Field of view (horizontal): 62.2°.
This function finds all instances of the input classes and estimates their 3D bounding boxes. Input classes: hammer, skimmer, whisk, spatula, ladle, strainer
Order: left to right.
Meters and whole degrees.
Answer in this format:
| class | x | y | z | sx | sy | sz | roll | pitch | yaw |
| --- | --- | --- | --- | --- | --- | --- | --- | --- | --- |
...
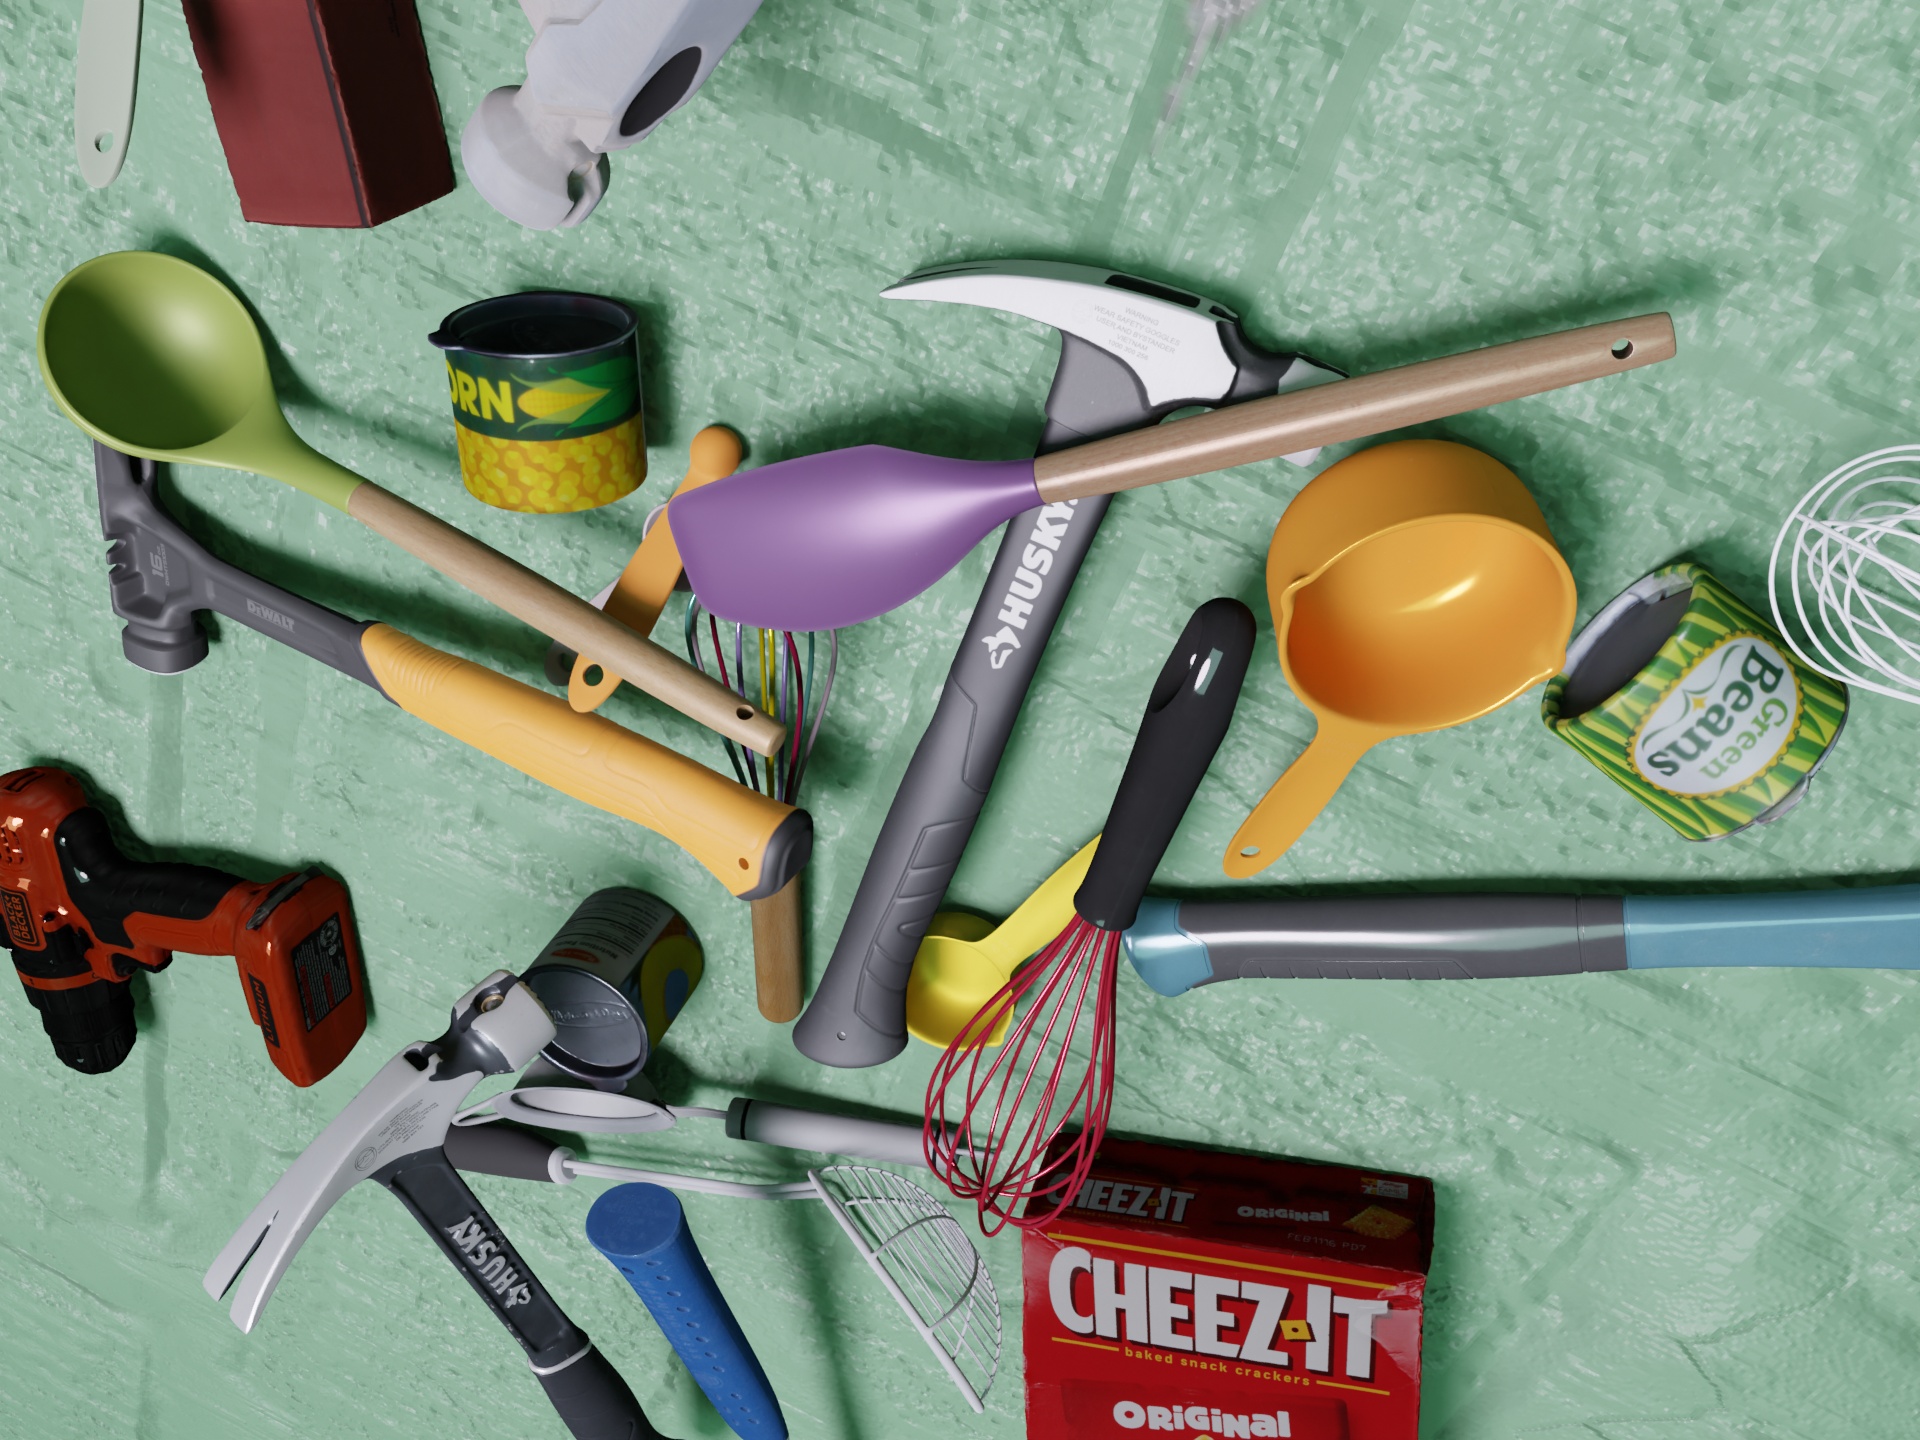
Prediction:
| class | x | y | z | sx | sy | sz | roll | pitch | yaw |
| --- | --- | --- | --- | --- | --- | --- | --- | --- | --- |
| hammer | -0.175 | -0.320 | 0.387 | 0.143 | 0.038 | 0.386 | -36 | 89 | 40 |
| ladle | -0.197 | -0.075 | 0.570 | 0.320 | 0.078 | 0.062 | 29 | 151 | 13 |
| hammer | -0.206 | -0.020 | 0.625 | 0.337 | 0.034 | 0.127 | 24 | 126 | 16 |
| hammer | -0.190 | 0.282 | 0.717 | 0.036 | 0.149 | 0.408 | 28 | 147 | 32 |
| skimmer | -0.150 | 0.248 | 0.762 | 0.363 | 0.090 | 0.127 | 2 | 141 | 21 |
| strainer | -0.109 | 0.182 | 0.740 | 0.258 | 0.050 | 0.086 | 6 | 154 | 9 |
| whisk | -0.076 | 0.035 | 0.631 | 0.047 | 0.051 | 0.244 | 38 | 139 | 37 |
| hammer | -0.087 | 0.351 | 0.774 | 0.144 | 0.035 | 0.405 | 9 | 136 | 25 |
| hammer | -0.001 | -0.002 | 0.572 | 0.146 | 0.035 | 0.334 | 25 | 119 | 4 |
| whisk | 0.045 | 0.082 | 0.574 | 0.073 | 0.073 | 0.295 | 22 | 122 | 6 |
| spatula | 0.050 | -0.077 | 0.490 | 0.316 | 0.018 | 0.059 | -11 | 110 | 22 |
| hammer | 0.219 | 0.076 | 0.558 | 0.331 | 0.033 | 0.128 | -4 | 119 | 23 |
| whisk | 0.360 | 0.007 | 0.455 | 0.284 | 0.070 | 0.070 | 28 | 125 | -3 |

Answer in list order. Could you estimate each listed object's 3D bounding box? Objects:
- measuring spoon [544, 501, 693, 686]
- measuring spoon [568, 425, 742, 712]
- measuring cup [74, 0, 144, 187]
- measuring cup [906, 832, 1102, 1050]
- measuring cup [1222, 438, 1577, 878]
| class | x | y | z | sx | sy | sz | roll | pitch | yaw |
| --- | --- | --- | --- | --- | --- | --- | --- | --- | --- |
| measuring spoon | -0.129 | -0.047 | 0.626 | 0.124 | 0.018 | 0.034 | -35 | 88 | 40 |
| measuring spoon | -0.113 | -0.055 | 0.575 | 0.021 | 0.011 | 0.117 | 29 | 91 | 12 |
| measuring cup | -0.242 | -0.239 | 0.487 | 0.083 | 0.038 | 0.167 | 4 | 87 | 16 |
| measuring cup | 0.030 | 0.076 | 0.635 | 0.062 | 0.029 | 0.156 | 44 | 118 | -6 |
| measuring cup | 0.125 | -0.016 | 0.521 | 0.095 | 0.052 | 0.173 | 13 | 135 | -14 |
